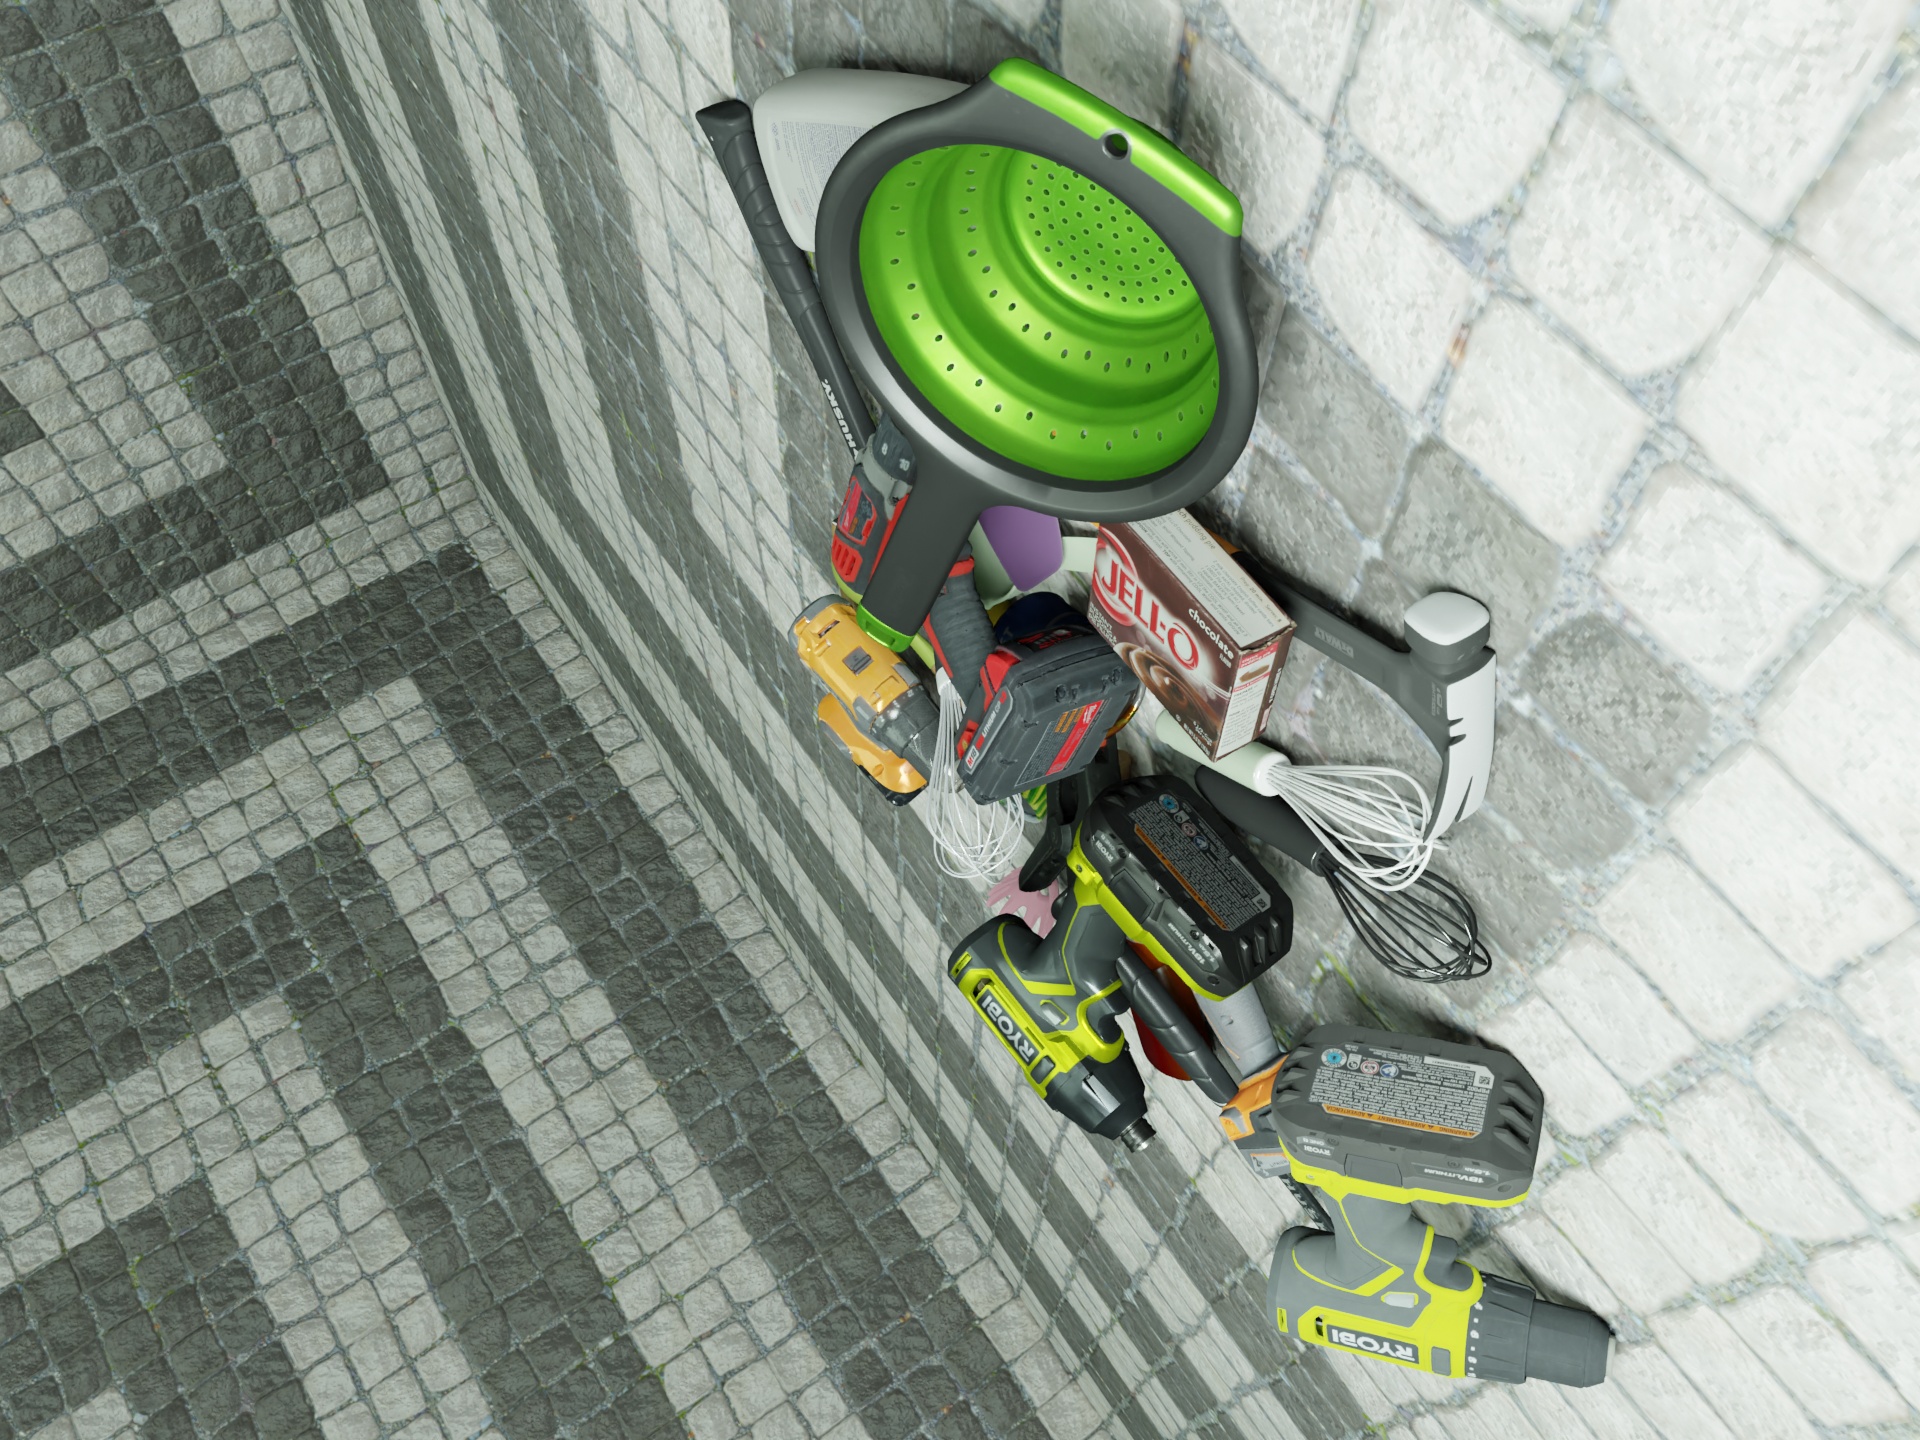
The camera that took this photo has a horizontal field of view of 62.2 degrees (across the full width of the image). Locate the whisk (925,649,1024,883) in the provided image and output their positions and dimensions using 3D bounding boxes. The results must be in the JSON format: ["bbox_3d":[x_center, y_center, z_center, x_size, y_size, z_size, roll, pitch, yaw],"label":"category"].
[{"bbox_3d":[-0.001,-0.003,1.111,0.070,0.070,0.285,78,-178,-47],"label":"whisk"}]

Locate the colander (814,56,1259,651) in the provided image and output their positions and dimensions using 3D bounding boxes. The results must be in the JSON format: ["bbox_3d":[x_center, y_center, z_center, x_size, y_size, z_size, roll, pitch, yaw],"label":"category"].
[{"bbox_3d":[0.024,-0.155,0.752,0.204,0.094,0.397,33,150,0],"label":"colander"}]

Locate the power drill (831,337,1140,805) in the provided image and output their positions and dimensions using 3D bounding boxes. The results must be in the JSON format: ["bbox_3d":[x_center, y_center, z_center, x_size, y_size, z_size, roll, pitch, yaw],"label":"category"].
[{"bbox_3d":[0.008,-0.087,0.917,0.227,0.080,0.187,58,147,24],"label":"power drill"}]

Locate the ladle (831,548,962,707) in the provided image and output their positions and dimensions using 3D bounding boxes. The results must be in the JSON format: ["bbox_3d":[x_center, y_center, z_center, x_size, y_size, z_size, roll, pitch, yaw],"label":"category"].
[{"bbox_3d":[0.009,-0.032,1.231,0.320,0.062,0.078,50,159,7],"label":"ladle"}]

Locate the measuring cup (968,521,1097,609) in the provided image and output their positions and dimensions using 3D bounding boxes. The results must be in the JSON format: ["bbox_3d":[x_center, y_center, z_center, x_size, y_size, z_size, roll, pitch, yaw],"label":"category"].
[{"bbox_3d":[0.055,-0.108,0.970,0.168,0.038,0.083,11,117,45],"label":"measuring cup"}]

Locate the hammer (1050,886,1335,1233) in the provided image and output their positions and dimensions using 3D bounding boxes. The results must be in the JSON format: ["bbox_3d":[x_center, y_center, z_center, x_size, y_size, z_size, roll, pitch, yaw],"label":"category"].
[{"bbox_3d":[0.199,0.280,1.129,0.409,0.036,0.149,52,161,0],"label":"hammer"}]

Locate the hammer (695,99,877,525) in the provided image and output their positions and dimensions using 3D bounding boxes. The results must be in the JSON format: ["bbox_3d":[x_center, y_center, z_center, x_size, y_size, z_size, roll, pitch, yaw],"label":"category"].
[{"bbox_3d":[-0.103,-0.270,1.121,0.146,0.035,0.334,11,129,61],"label":"hammer"}]

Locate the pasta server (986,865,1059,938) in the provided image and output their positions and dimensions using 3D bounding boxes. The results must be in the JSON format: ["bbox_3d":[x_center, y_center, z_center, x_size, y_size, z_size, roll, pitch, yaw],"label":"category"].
[{"bbox_3d":[0.071,0.099,1.201,0.060,0.040,0.316,34,157,7],"label":"pasta server"}]

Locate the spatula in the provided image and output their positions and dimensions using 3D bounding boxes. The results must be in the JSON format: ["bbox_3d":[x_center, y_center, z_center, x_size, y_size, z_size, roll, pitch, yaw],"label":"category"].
[{"bbox_3d":[-0.019,-0.225,0.959,0.060,0.018,0.316,-34,81,45],"label":"spatula"}]

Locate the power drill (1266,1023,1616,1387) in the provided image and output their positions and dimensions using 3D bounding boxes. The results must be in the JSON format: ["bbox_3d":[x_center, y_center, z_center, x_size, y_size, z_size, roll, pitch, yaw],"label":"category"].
[{"bbox_3d":[0.263,0.282,0.880,0.190,0.080,0.228,5,129,25],"label":"power drill"}]

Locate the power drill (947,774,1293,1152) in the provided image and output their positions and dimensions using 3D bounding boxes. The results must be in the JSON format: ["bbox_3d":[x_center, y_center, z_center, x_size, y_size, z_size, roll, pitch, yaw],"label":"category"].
[{"bbox_3d":[0.096,0.153,0.963,0.171,0.080,0.223,49,136,18],"label":"power drill"}]

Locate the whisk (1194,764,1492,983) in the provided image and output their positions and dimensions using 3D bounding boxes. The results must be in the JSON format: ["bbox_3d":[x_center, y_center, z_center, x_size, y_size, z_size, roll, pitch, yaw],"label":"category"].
[{"bbox_3d":[0.194,0.075,0.855,0.239,0.055,0.055,40,155,56],"label":"whisk"}]

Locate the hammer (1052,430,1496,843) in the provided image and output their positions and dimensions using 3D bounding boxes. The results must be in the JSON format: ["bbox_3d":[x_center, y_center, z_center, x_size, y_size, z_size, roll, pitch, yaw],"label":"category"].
[{"bbox_3d":[0.133,-0.071,0.803,0.337,0.034,0.127,42,155,45],"label":"hammer"}]

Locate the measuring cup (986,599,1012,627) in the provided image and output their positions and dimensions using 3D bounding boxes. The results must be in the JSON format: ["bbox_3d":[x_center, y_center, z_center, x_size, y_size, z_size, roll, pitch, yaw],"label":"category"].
[{"bbox_3d":[0.042,-0.039,1.146,0.062,0.029,0.156,42,168,47],"label":"measuring cup"}]

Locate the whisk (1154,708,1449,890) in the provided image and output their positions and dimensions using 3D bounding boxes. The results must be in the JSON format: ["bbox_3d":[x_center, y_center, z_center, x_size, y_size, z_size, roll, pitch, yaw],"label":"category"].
[{"bbox_3d":[0.173,0.030,0.854,0.246,0.057,0.059,-148,66,-62],"label":"whisk"}]

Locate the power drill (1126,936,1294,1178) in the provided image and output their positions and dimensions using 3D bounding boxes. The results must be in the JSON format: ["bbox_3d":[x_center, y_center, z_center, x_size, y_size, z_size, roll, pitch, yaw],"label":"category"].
[{"bbox_3d":[0.176,0.168,1.010,0.227,0.084,0.164,59,164,14],"label":"power drill"}]

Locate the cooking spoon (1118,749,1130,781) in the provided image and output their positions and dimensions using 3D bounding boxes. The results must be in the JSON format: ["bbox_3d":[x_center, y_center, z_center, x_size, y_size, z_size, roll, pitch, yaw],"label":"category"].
[{"bbox_3d":[0.115,0.113,1.192,0.069,0.017,0.318,43,158,27],"label":"cooking spoon"}]

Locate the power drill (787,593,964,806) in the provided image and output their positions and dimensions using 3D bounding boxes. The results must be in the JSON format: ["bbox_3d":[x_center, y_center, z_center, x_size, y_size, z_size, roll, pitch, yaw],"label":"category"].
[{"bbox_3d":[-0.053,0.004,1.311,0.185,0.084,0.226,46,171,14],"label":"power drill"}]

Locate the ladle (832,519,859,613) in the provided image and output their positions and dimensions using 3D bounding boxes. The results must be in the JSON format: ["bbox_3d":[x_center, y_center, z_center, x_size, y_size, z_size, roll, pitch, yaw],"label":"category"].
[{"bbox_3d":[-0.091,-0.066,1.463,0.069,0.031,0.315,47,158,34],"label":"ladle"}]
